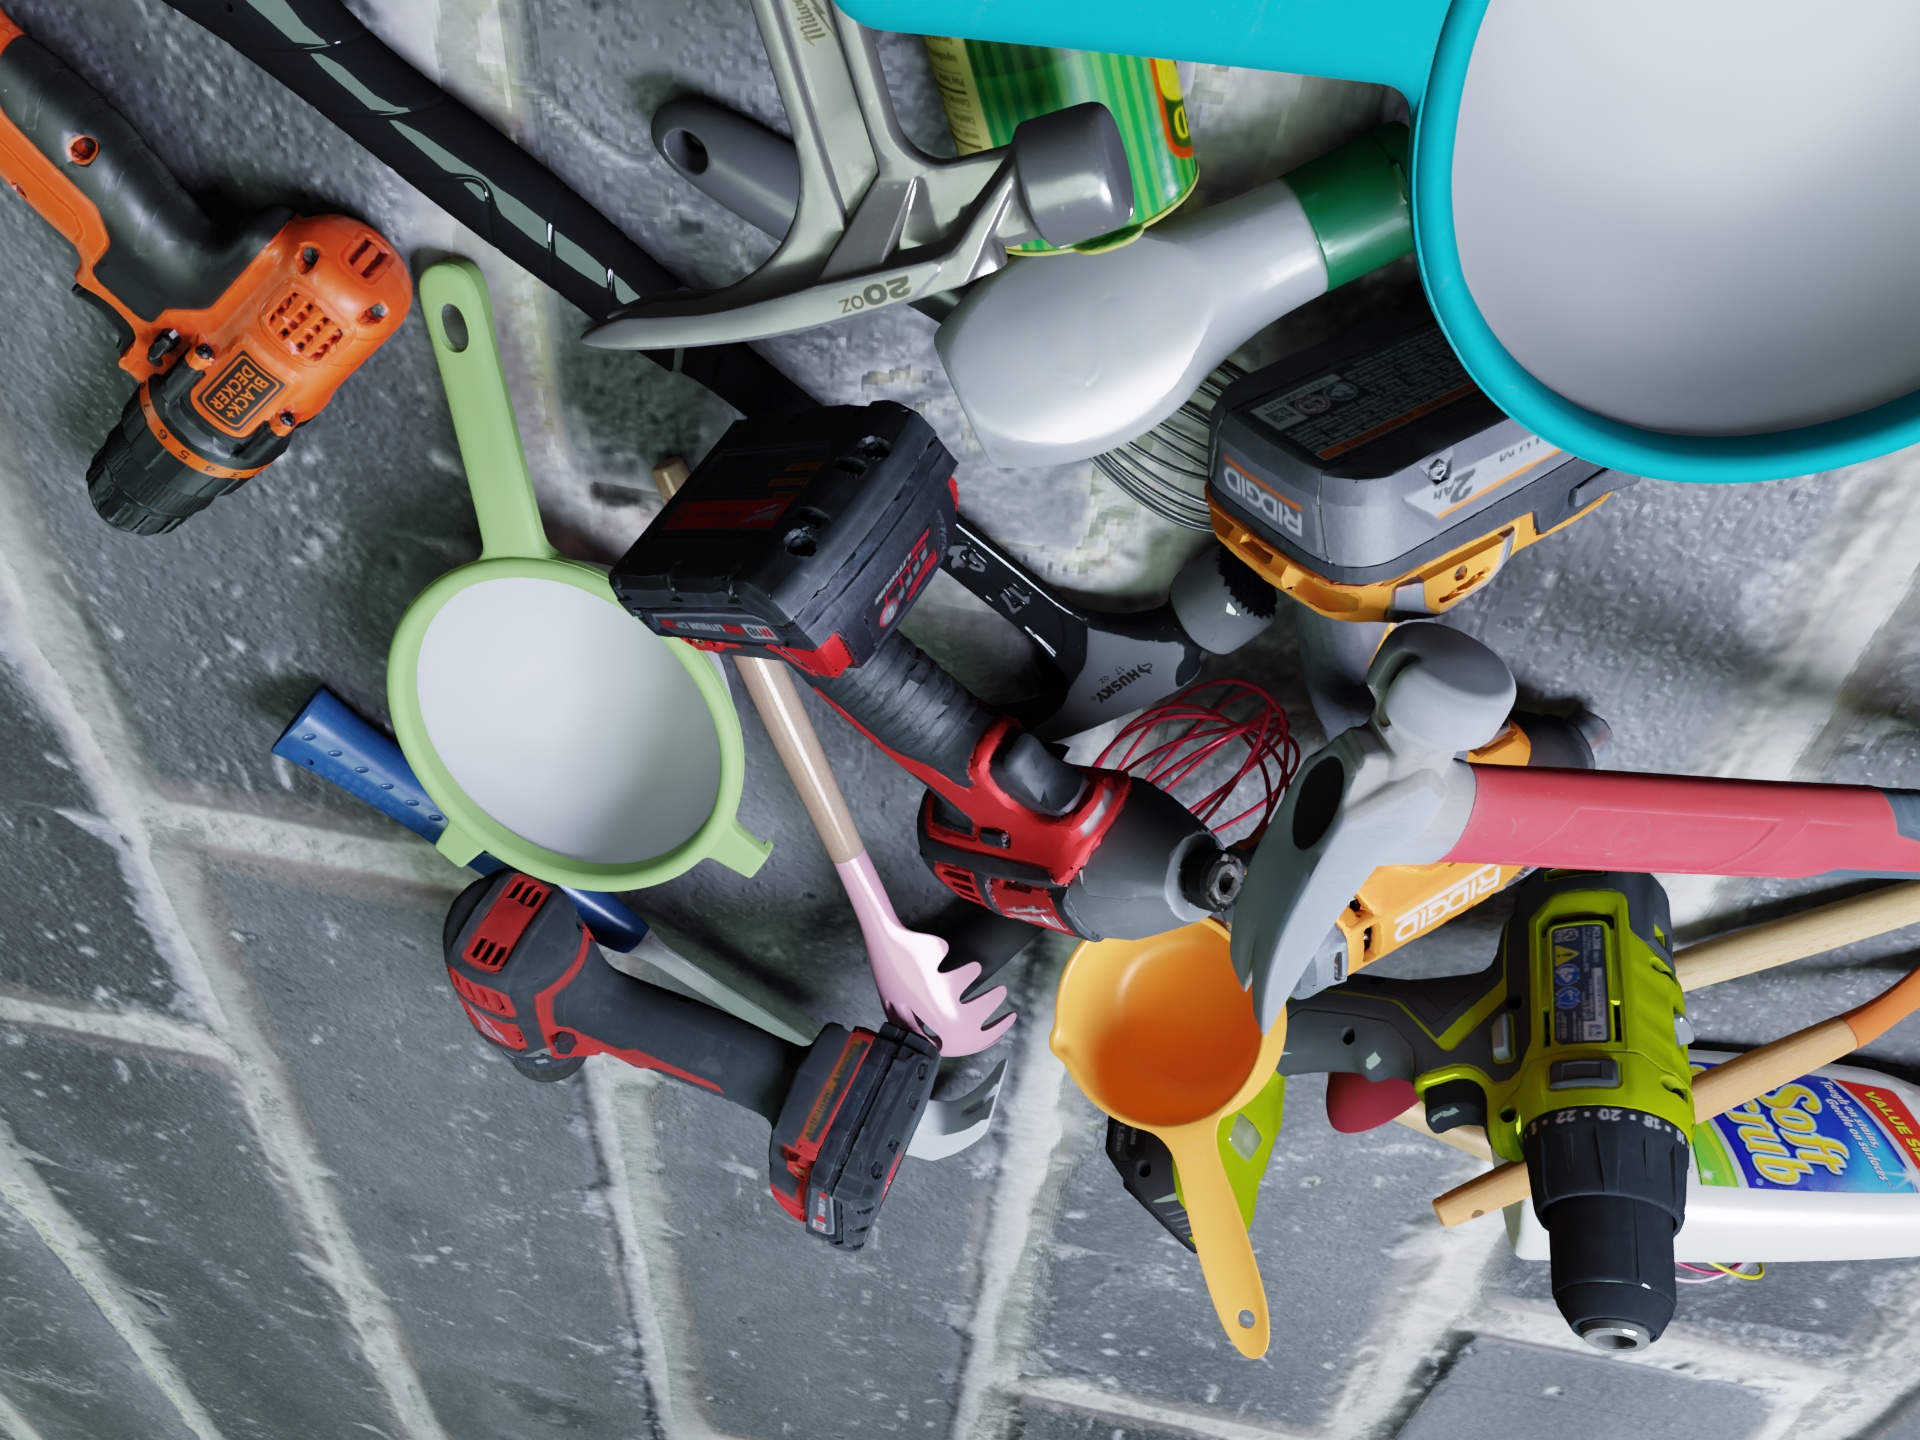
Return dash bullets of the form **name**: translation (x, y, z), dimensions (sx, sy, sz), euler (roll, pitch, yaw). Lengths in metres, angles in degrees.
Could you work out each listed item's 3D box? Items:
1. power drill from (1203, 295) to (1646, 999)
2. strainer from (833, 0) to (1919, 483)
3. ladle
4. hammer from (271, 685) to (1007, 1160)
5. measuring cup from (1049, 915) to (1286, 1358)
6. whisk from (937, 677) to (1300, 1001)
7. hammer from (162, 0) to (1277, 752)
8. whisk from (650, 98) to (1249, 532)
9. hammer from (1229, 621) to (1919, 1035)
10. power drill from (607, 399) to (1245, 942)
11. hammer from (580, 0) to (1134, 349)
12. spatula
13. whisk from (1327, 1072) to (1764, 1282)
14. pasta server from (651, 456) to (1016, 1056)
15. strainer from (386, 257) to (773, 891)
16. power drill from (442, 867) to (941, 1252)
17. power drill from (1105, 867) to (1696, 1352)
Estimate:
- **power drill**: translation (0.161, -0.022, 0.530), dimensions (0.164, 0.084, 0.226), euler (-26, 133, -17)
- **strainer**: translation (0.138, -0.172, 0.372), dimensions (0.340, 0.095, 0.210), euler (3, 132, -7)
- **ladle**: translation (0.295, 0.114, 0.683), dimensions (0.315, 0.069, 0.031), euler (-26, 106, 27)
- **hammer**: translation (-0.151, 0.112, 0.794), dimensions (0.405, 0.035, 0.144), euler (38, 140, -21)
- **measuring cup**: translation (0.098, 0.159, 0.635), dimensions (0.095, 0.174, 0.052), euler (-20, 164, 21)
- **whisk**: translation (0.048, 0.069, 0.694), dimensions (0.073, 0.073, 0.295), euler (29, 139, -15)
- **hammer**: translation (-0.083, -0.120, 0.553), dimensions (0.408, 0.036, 0.149), euler (36, 133, -20)
- **whisk**: translation (0.007, -0.131, 0.514), dimensions (0.239, 0.055, 0.055), euler (29, 134, -9)
- **hammer**: translation (0.278, 0.047, 0.526), dimensions (0.386, 0.038, 0.143), euler (4, 130, -20)
- **power drill**: translation (-0.001, -0.002, 0.541), dimensions (0.143, 0.078, 0.219), euler (9, 148, 52)
- **hammer**: translation (-0.075, -0.263, 0.341), dimensions (0.149, 0.037, 0.358), euler (-9, 117, 18)
- **spatula**: translation (0.348, 0.144, 0.653), dimensions (0.322, 0.041, 0.080), euler (-24, 129, 1)
- **whisk**: translation (0.296, 0.223, 0.795), dimensions (0.245, 0.047, 0.051), euler (24, 136, -5)
- **pasta server**: translation (-0.053, 0.030, 0.673), dimensions (0.060, 0.040, 0.316), euler (2, 125, 39)
- **strainer**: translation (-0.157, -0.056, 0.627), dimensions (0.151, 0.069, 0.256), euler (0, 117, 16)
- **power drill**: translation (-0.132, 0.163, 0.752), dimensions (0.227, 0.080, 0.187), euler (24, 150, 6)
- **power drill**: translation (0.181, 0.159, 0.657), dimensions (0.228, 0.191, 0.080), euler (-12, 136, 31)
